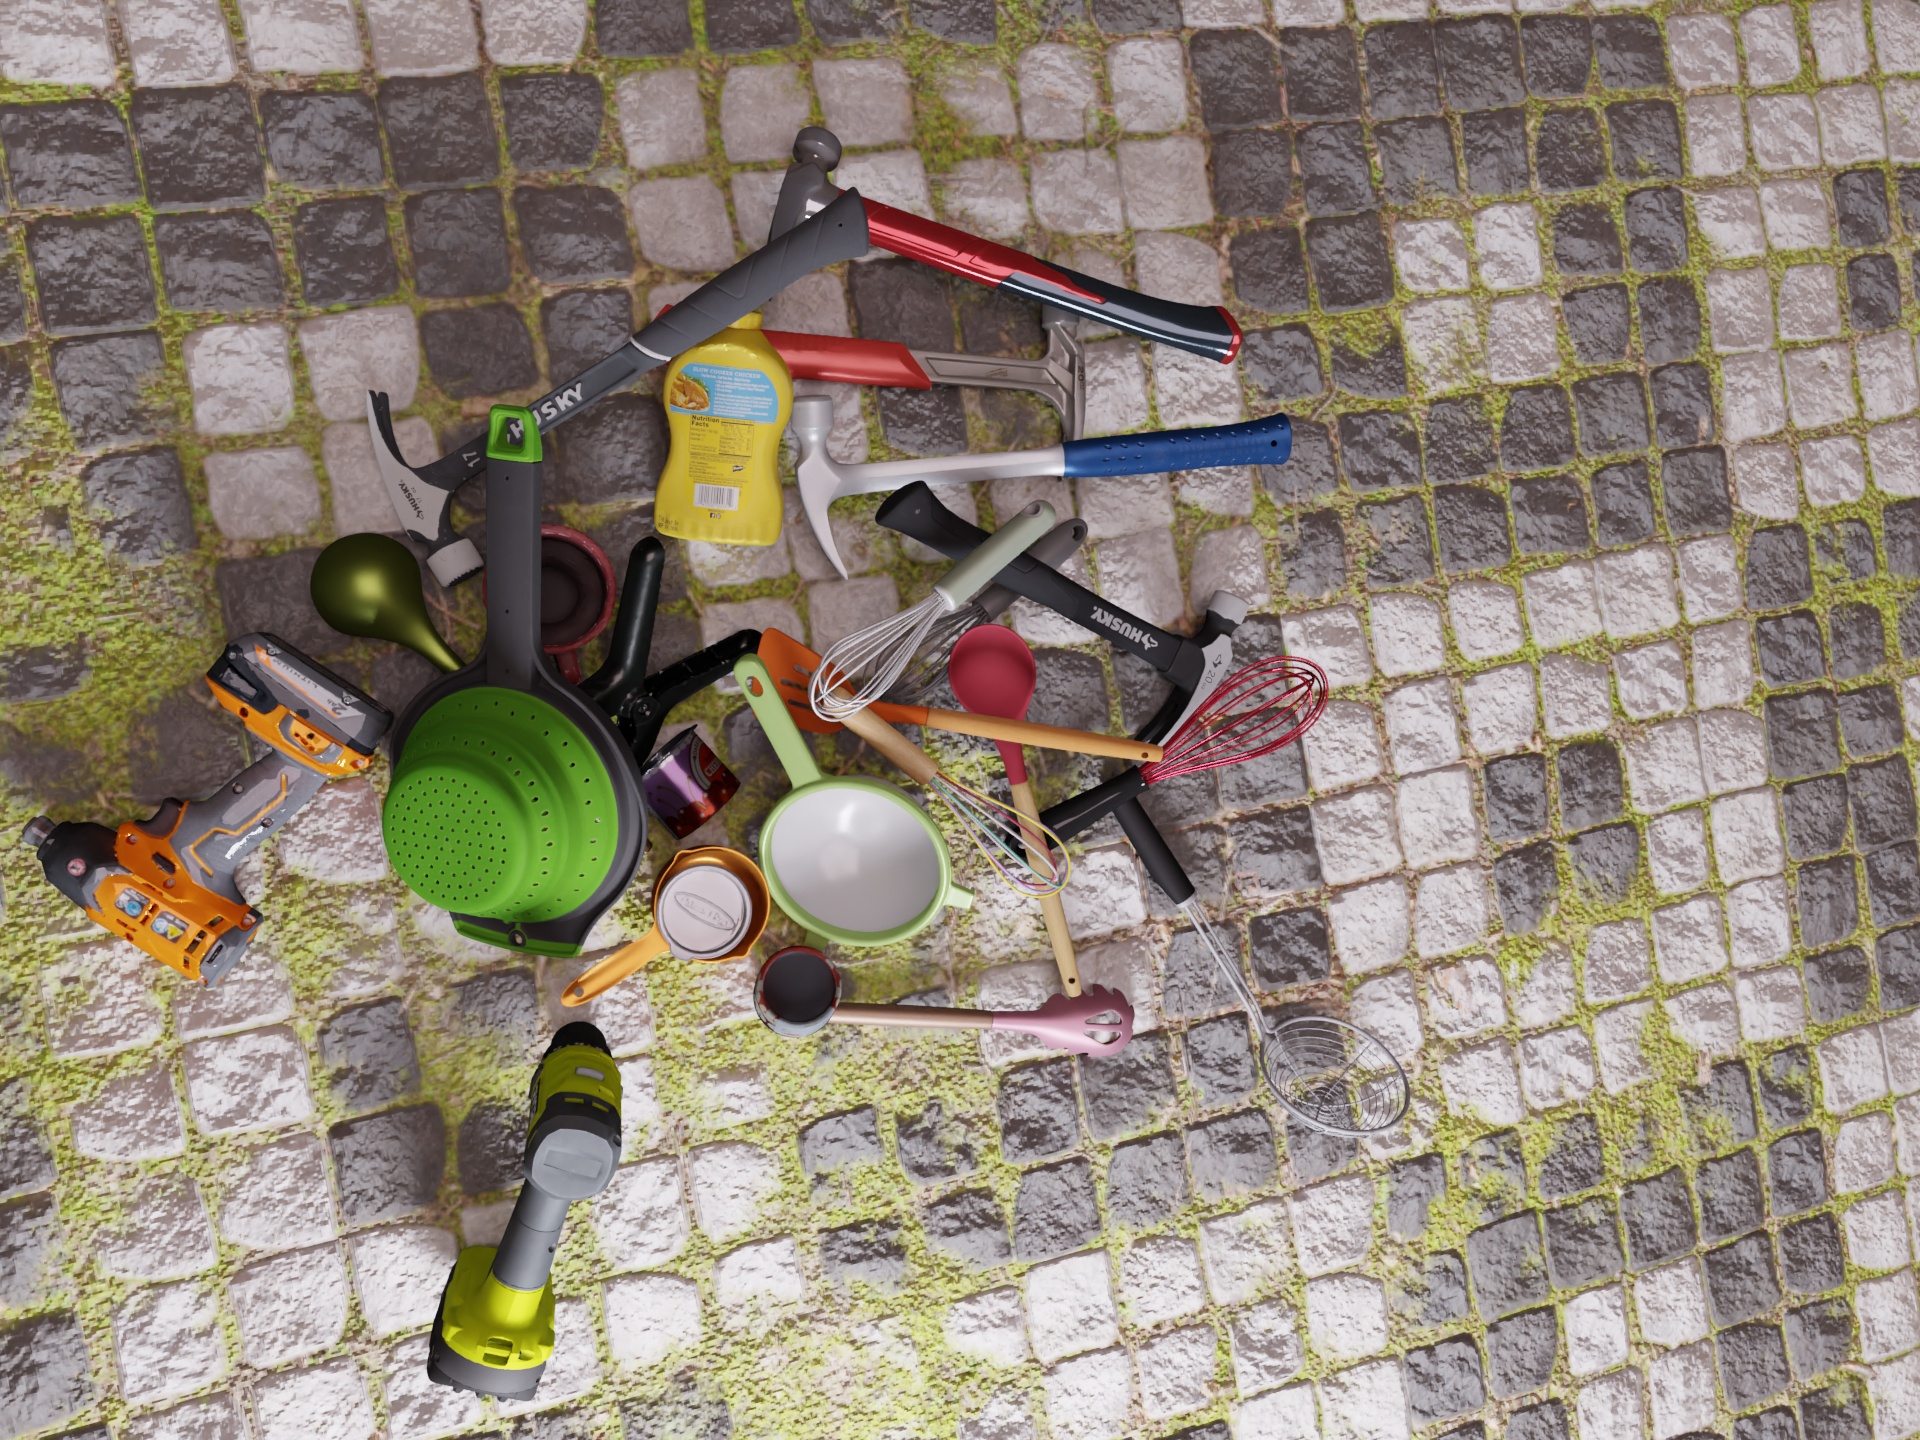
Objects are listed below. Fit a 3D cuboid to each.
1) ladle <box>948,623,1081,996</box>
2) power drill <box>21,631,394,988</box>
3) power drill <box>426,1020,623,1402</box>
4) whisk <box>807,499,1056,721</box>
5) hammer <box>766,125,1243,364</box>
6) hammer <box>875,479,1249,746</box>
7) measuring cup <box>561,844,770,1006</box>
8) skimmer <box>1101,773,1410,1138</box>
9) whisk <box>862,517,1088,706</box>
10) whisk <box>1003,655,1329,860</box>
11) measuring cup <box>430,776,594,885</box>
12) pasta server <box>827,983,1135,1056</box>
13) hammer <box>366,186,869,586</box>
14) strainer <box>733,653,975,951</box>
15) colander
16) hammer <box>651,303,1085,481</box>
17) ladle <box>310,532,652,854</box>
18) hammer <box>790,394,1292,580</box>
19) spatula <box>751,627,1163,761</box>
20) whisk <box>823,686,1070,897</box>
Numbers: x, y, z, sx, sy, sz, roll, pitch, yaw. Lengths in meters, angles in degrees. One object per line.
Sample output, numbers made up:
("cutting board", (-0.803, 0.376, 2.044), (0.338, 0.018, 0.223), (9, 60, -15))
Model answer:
("ladle", (0.055, 0.074, 1.272), (0.069, 0.031, 0.315), (-14, 100, 4))
("power drill", (-0.521, 0.050, 1.102), (0.164, 0.084, 0.226), (35, 84, -13))
("power drill", (-0.299, 0.337, 1.128), (0.080, 0.191, 0.228), (19, 98, -16))
("whisk", (-0.018, -0.086, 1.183), (0.246, 0.058, 0.059), (-41, 136, -17))
("hammer", (0.039, -0.343, 1.262), (0.386, 0.038, 0.143), (16, 72, -11))
("hammer", (0.077, -0.096, 1.268), (0.334, 0.035, 0.146), (25, 90, -27))
("measuring cup", (-0.227, 0.160, 1.205), (0.173, 0.052, 0.095), (-33, 99, -13))
("skimmer", (0.243, 0.190, 1.327), (0.363, 0.090, 0.127), (57, 43, -6))
("whisk", (0.016, -0.091, 1.286), (0.239, 0.055, 0.055), (-41, 101, -18))
("whisk", (0.164, 0.036, 1.288), (0.296, 0.073, 0.073), (-30, 99, 6))
("measuring cup", (-0.343, 0.075, 1.189), (0.156, 0.029, 0.062), (35, 80, -2))
("pasta server", (-0.004, 0.240, 1.286), (0.316, 0.040, 0.060), (5, 88, -13))
("hammer", (-0.242, -0.260, 1.140), (0.409, 0.036, 0.149), (-30, 94, 8))
("strainer", (-0.099, 0.052, 1.216), (0.151, 0.069, 0.256), (-20, 110, 20))
("colander", (-0.322, -0.011, 1.078), (0.204, 0.094, 0.397), (9, 107, 14))
("hammer", (-0.072, -0.275, 1.263), (0.359, 0.037, 0.149), (1, 89, -17))
("ladle", (-0.347, -0.012, 1.181), (0.078, 0.062, 0.320), (-46, 109, -10))
("hammer", (0.070, -0.202, 1.271), (0.405, 0.035, 0.144), (-7, 106, -12))
("spatula", (-0.002, -0.004, 1.231), (0.322, 0.041, 0.081), (9, 117, -5))
("whisk", (-0.009, 0.058, 1.218), (0.244, 0.051, 0.047), (39, 117, -16))
